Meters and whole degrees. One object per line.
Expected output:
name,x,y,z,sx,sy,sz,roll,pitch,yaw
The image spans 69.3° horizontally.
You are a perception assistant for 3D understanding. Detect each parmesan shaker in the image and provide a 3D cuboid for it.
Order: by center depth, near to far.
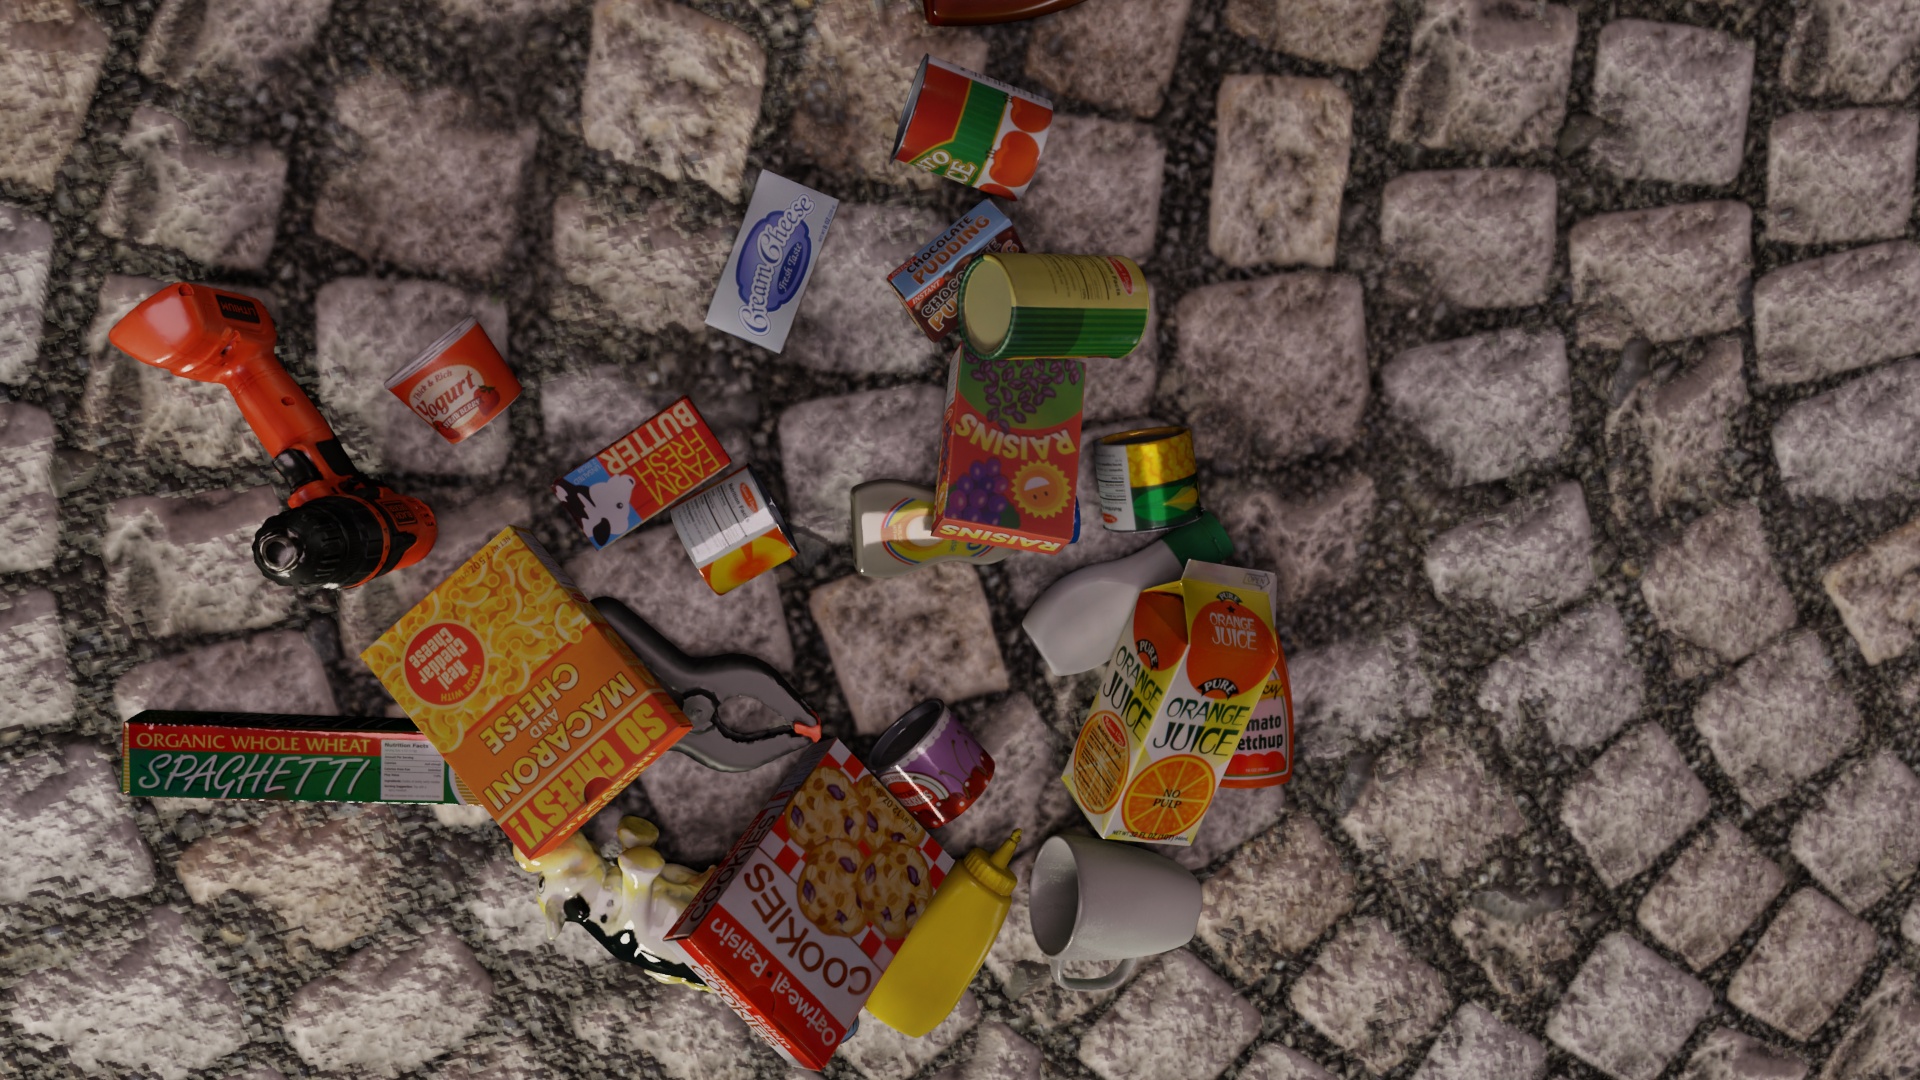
parmesan shaker,0.056,-0.148,0.869,0.103,0.071,0.071,-6,102,-31

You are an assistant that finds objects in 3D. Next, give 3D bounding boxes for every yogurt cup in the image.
yogurt cup,-0.304,-0.095,0.841,0.072,0.072,0.054,-38,111,-1

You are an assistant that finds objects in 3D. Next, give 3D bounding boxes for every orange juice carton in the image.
orange juice carton,0.142,0.101,0.913,0.072,0.073,0.192,11,111,-26

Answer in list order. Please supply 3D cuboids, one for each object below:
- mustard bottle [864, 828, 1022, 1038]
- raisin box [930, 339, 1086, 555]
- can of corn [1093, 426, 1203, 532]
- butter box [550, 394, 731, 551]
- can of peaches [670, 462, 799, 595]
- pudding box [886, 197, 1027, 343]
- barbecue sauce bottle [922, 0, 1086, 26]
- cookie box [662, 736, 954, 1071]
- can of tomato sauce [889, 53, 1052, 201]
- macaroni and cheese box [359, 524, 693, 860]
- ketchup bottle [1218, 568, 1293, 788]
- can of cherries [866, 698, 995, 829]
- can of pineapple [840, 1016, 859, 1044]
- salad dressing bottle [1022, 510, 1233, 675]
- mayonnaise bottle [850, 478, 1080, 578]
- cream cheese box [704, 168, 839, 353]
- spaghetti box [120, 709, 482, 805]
mustard bottle,-0.003,0.263,0.958,0.065,0.049,0.160,36,92,-13
raisin box,0.031,-0.059,0.886,0.086,0.040,0.124,10,71,-11
can of corn,0.125,-0.041,0.915,0.071,0.071,0.058,-10,101,-7
butter box,-0.202,-0.043,0.885,0.103,0.024,0.053,-34,104,-1
can of peaches,-0.142,-0.005,0.881,0.058,0.071,0.071,-29,103,-3
pudding box,0.000,-0.171,0.879,0.084,0.030,0.049,-38,142,-1
barbecue sauce bottle,0.050,-0.355,0.859,0.149,0.044,0.064,-7,101,-8
cookie box,-0.092,0.231,0.893,0.123,0.040,0.168,49,51,-14
can of tomato sauce,0.006,-0.252,0.859,0.083,0.071,0.071,17,97,-12
macaroni and cheese box,-0.268,0.093,0.859,0.124,0.040,0.166,-42,83,-2
ketchup bottle,0.199,0.095,0.962,0.065,0.043,0.148,-2,100,-8
can of cherries,-0.021,0.150,0.924,0.071,0.071,0.058,-40,104,0
can of pineapple,-0.101,0.303,0.939,0.071,0.071,0.057,-2,100,-8
salad dressing bottle,0.114,0.034,0.939,0.148,0.044,0.064,-33,108,-3
mayonnaise bottle,0.003,-0.011,0.914,0.148,0.041,0.064,-4,98,-9
cream cheese box,-0.119,-0.175,0.875,0.053,0.024,0.103,21,96,-10
spaghetti box,-0.395,0.139,0.885,0.250,0.029,0.050,3,100,-9
